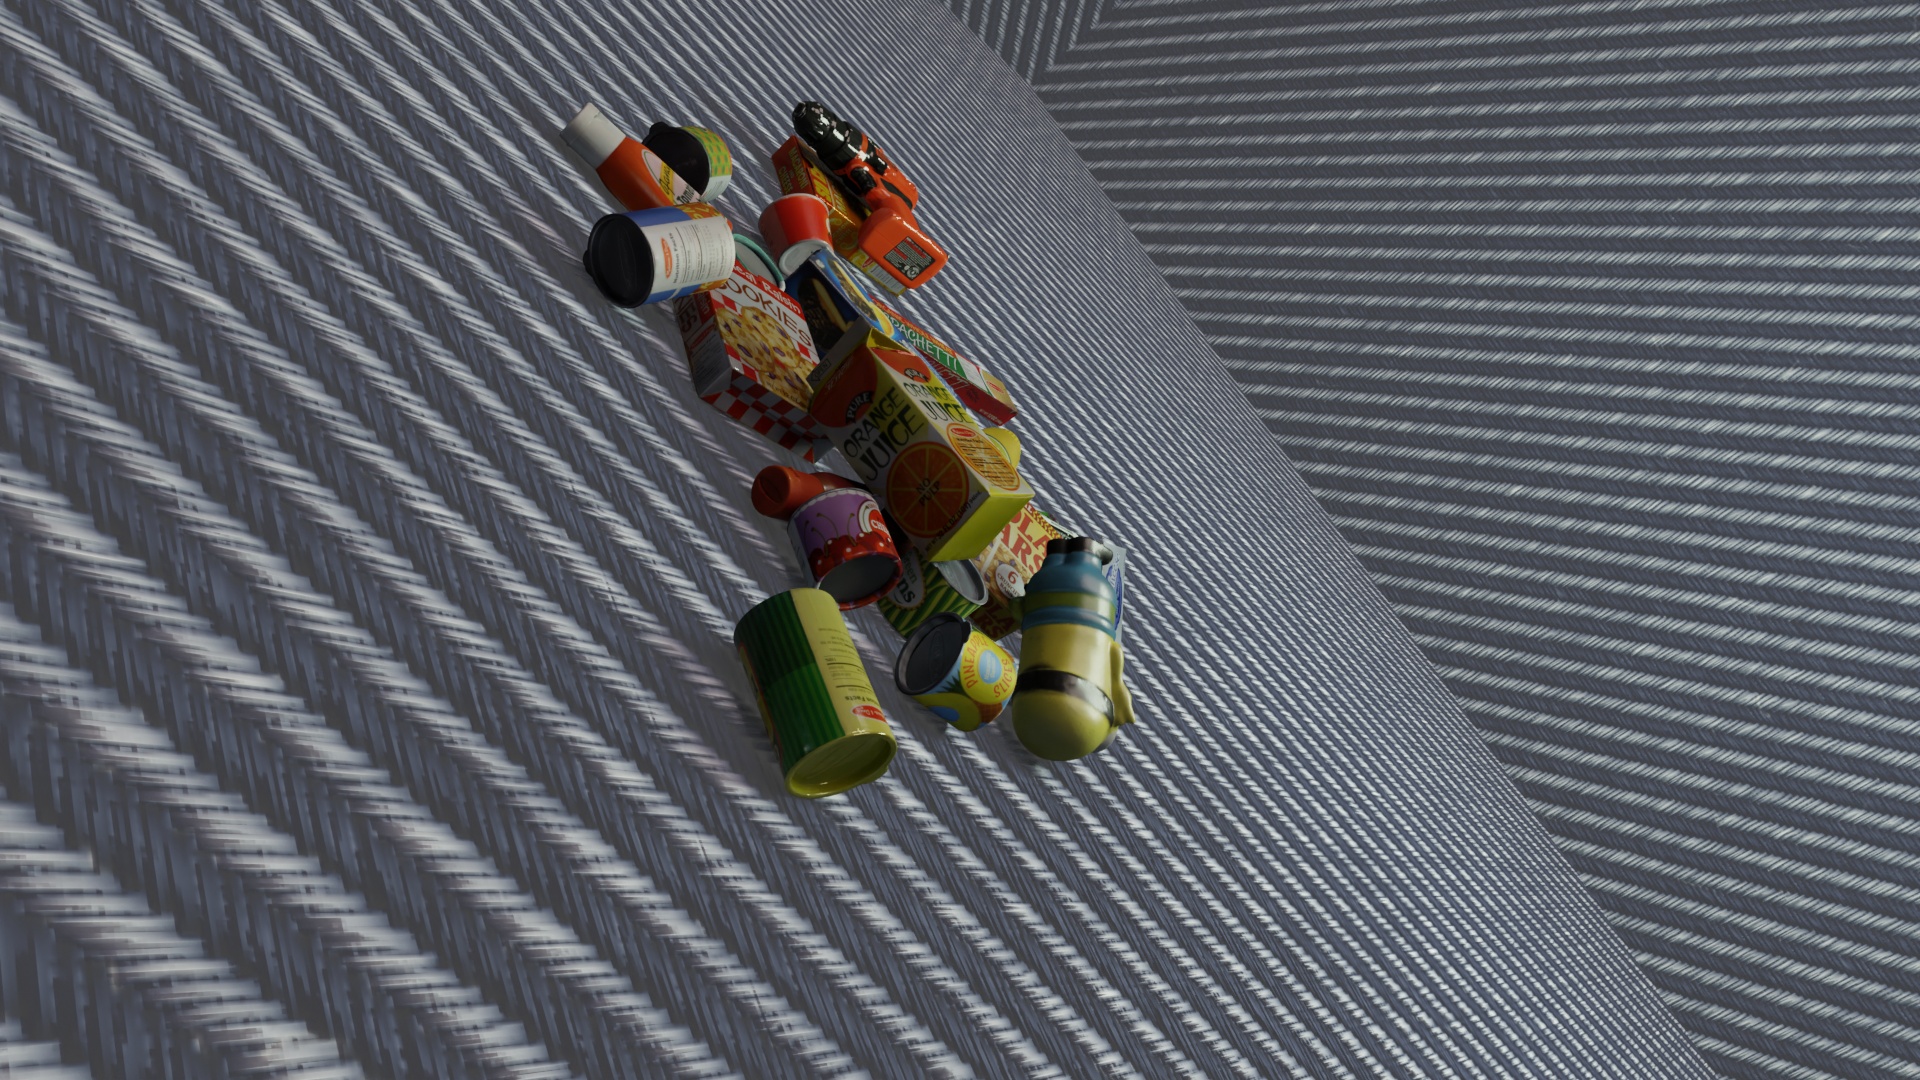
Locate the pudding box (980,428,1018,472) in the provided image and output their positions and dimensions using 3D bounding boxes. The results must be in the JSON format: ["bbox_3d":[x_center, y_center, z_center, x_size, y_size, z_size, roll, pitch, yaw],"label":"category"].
[{"bbox_3d":[0.019,-0.085,1.374,0.083,0.030,0.050,37,25,-34],"label":"pudding box"}]

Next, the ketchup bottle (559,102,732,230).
[{"bbox_3d":[-0.253,-0.285,1.119,0.148,0.043,0.065,41,28,-23],"label":"ketchup bottle"}]

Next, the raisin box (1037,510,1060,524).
[{"bbox_3d":[0.069,0.012,1.299,0.123,0.040,0.086,10,45,-60],"label":"raisin box"}]

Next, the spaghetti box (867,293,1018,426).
[{"bbox_3d":[-0.026,-0.186,1.455,0.250,0.028,0.050,26,32,-50],"label":"spaghetti box"}]

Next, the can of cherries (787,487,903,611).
[{"bbox_3d":[-0.077,0.006,0.951,0.071,0.071,0.058,27,31,-49],"label":"can of cherries"}]

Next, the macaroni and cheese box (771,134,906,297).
[{"bbox_3d":[-0.124,-0.355,1.518,0.166,0.040,0.124,32,27,-42],"label":"macaroni and cheese box"}]

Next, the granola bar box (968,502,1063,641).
[{"bbox_3d":[0.004,-0.015,1.158,0.165,0.039,0.125,46,39,-14],"label":"granola bar box"}]

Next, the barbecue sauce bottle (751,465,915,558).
[{"bbox_3d":[-0.090,-0.023,1.012,0.065,0.043,0.148,46,16,31],"label":"barbecue sauce bottle"}]

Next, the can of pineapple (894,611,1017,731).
[{"bbox_3d":[-0.001,0.091,0.967,0.058,0.071,0.071,38,23,-32],"label":"can of pineapple"}]

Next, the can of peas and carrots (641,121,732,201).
[{"bbox_3d":[-0.236,-0.321,1.182,0.071,0.071,0.059,49,19,-6],"label":"can of peas and carrots"}]

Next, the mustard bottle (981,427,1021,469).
[{"bbox_3d":[0.020,-0.073,1.291,0.065,0.048,0.161,50,32,-2],"label":"mustard bottle"}]

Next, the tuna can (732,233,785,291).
[{"bbox_3d":[-0.184,-0.228,1.181,0.071,0.032,0.071,43,21,-21],"label":"tuna can"}]

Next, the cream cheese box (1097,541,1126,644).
[{"bbox_3d":[0.132,0.055,1.304,0.053,0.024,0.104,17,75,-57],"label":"cream cheese box"}]

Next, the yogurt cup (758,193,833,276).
[{"bbox_3d":[-0.152,-0.284,1.307,0.072,0.072,0.054,23,42,-53],"label":"yogurt cup"}]

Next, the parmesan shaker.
[{"bbox_3d":[-0.084,0.088,0.802,0.071,0.071,0.103,25,32,-51],"label":"parmesan shaker"}]

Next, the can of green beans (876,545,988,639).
[{"bbox_3d":[-0.023,0.036,1.033,0.071,0.057,0.071,43,21,-21],"label":"can of green beans"}]

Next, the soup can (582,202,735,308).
[{"bbox_3d":[-0.216,-0.207,1.000,0.071,0.071,0.084,54,38,7],"label":"soup can"}]

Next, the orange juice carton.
[{"bbox_3d":[-0.040,-0.078,1.027,0.193,0.071,0.073,51,23,20],"label":"orange juice carton"}]

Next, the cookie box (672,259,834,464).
[{"bbox_3d":[-0.162,-0.152,1.087,0.123,0.040,0.168,30,29,-44],"label":"cookie box"}]
